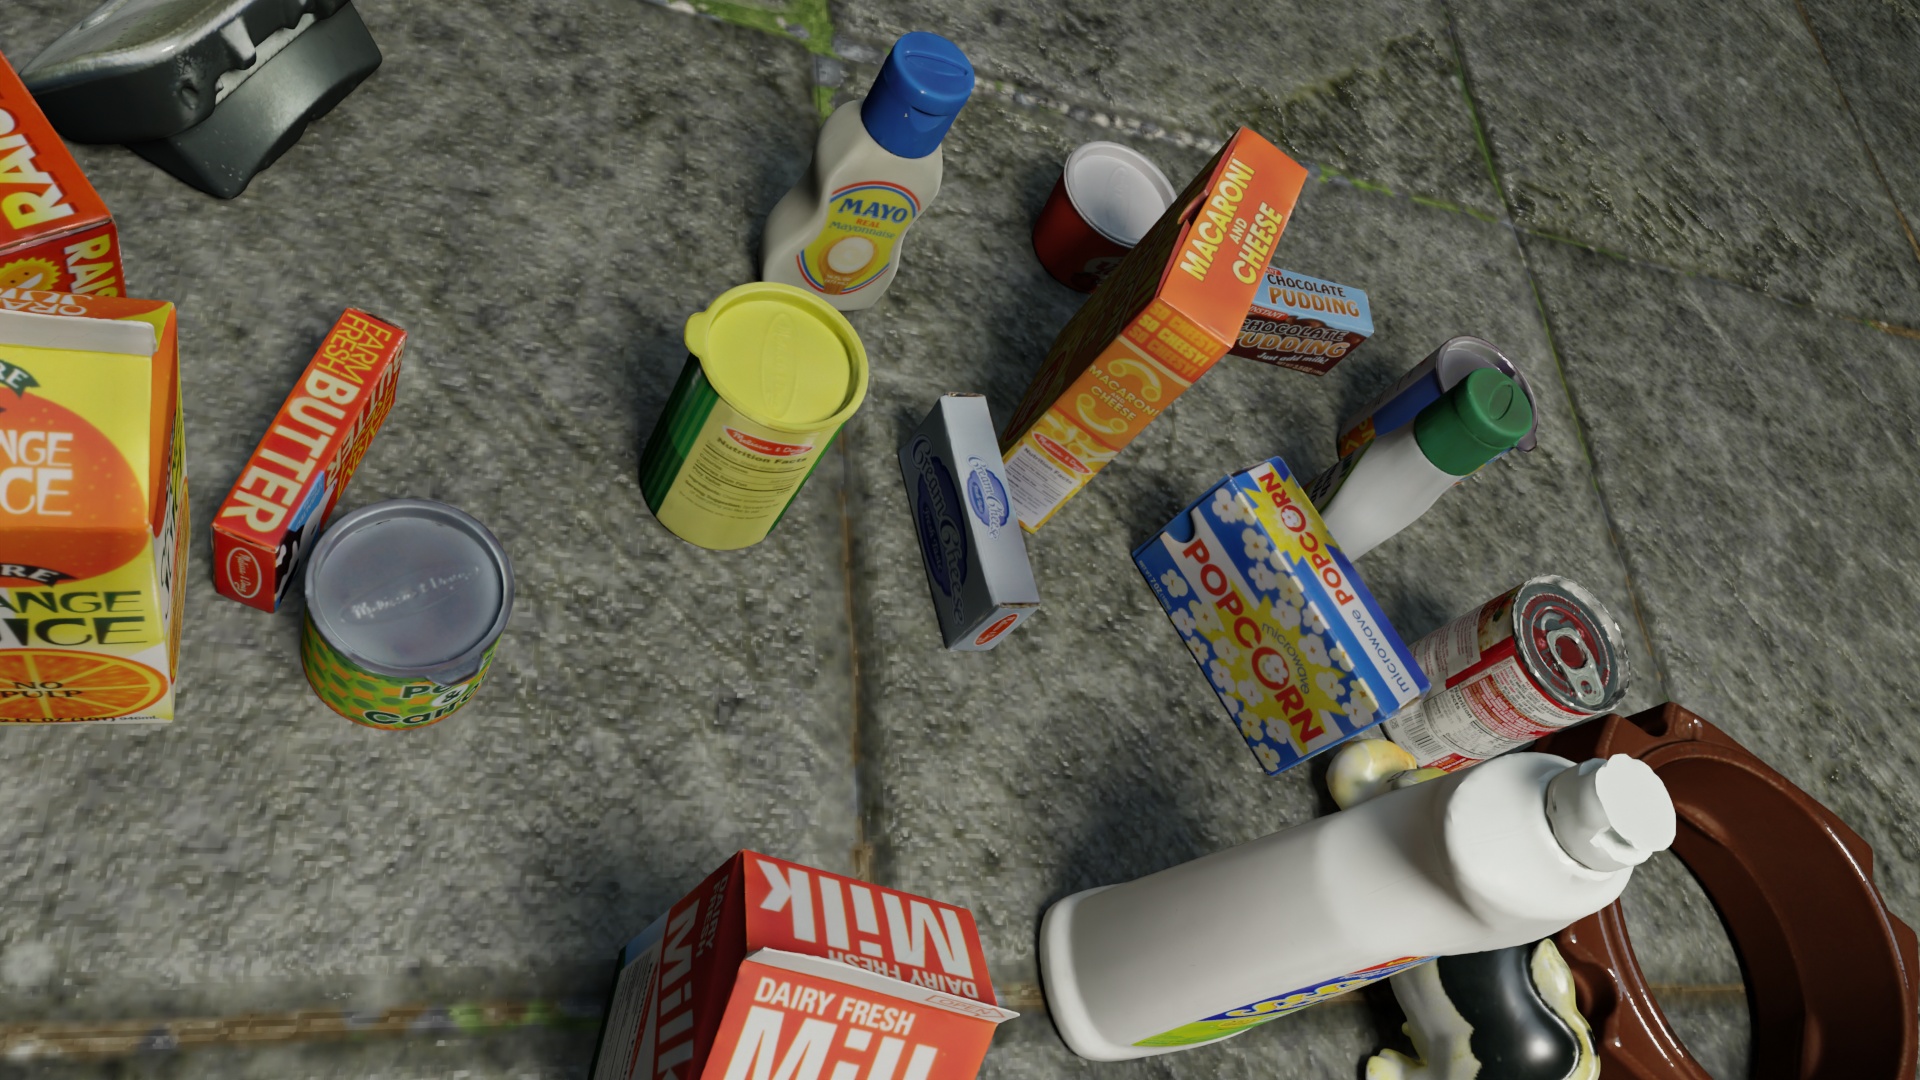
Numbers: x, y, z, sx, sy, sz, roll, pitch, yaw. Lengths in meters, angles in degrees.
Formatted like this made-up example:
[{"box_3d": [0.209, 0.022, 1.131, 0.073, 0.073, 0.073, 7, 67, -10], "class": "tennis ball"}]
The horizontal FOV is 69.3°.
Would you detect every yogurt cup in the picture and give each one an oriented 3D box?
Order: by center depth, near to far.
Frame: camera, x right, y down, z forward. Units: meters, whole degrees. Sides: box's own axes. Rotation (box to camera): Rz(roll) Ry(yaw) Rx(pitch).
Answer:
[{"box_3d": [0.074, -0.168, 0.736, 0.072, 0.053, 0.073, 12, 59, -21], "class": "yogurt cup"}]

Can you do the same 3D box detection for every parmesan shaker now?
[{"box_3d": [-0.088, -0.048, 0.556, 0.071, 0.102, 0.071, 12, 59, -21], "class": "parmesan shaker"}]

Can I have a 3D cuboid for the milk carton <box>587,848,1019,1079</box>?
[{"box_3d": [-0.055, 0.147, 0.413, 0.072, 0.189, 0.074, 19, 57, -17], "class": "milk carton"}]

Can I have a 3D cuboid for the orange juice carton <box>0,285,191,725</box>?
[{"box_3d": [-0.263, -0.012, 0.392, 0.072, 0.191, 0.073, 3, 63, -26], "class": "orange juice carton"}]

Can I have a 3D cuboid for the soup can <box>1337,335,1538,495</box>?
[{"box_3d": [0.258, -0.058, 0.751, 0.071, 0.083, 0.071, 12, 59, -21], "class": "soup can"}]

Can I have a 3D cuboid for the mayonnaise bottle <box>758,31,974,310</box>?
[{"box_3d": [-0.041, -0.159, 0.613, 0.065, 0.147, 0.041, 5, 62, -25], "class": "mayonnaise bottle"}]

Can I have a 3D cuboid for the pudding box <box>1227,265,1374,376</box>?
[{"box_3d": [0.179, -0.122, 0.767, 0.084, 0.049, 0.030, 9, 60, -23], "class": "pudding box"}]

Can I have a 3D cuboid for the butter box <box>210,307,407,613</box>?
[{"box_3d": [-0.235, -0.030, 0.503, 0.024, 0.053, 0.104, 24, 56, -14], "class": "butter box"}]

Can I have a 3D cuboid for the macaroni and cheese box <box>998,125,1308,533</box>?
[{"box_3d": [0.077, -0.091, 0.625, 0.040, 0.165, 0.124, 34, 54, -7], "class": "macaroni and cheese box"}]

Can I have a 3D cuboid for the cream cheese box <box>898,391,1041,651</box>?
[{"box_3d": [0.002, -0.008, 0.612, 0.024, 0.053, 0.104, -2, 65, -28], "class": "cream cheese box"}]

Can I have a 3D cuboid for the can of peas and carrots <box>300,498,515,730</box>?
[{"box_3d": [-0.194, 0.029, 0.488, 0.071, 0.058, 0.071, 12, 59, -21], "class": "can of peas and carrots"}]

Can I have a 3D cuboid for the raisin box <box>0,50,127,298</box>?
[{"box_3d": [-0.312, -0.095, 0.454, 0.040, 0.122, 0.086, -31, 81, -36], "class": "raisin box"}]

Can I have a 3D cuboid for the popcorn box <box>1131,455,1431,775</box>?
[{"box_3d": [0.145, 0.036, 0.641, 0.038, 0.085, 0.127, -23, 76, -34], "class": "popcorn box"}]

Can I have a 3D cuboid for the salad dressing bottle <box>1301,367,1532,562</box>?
[{"box_3d": [0.209, -0.030, 0.672, 0.044, 0.147, 0.064, 42, 53, -1], "class": "salad dressing bottle"}]
